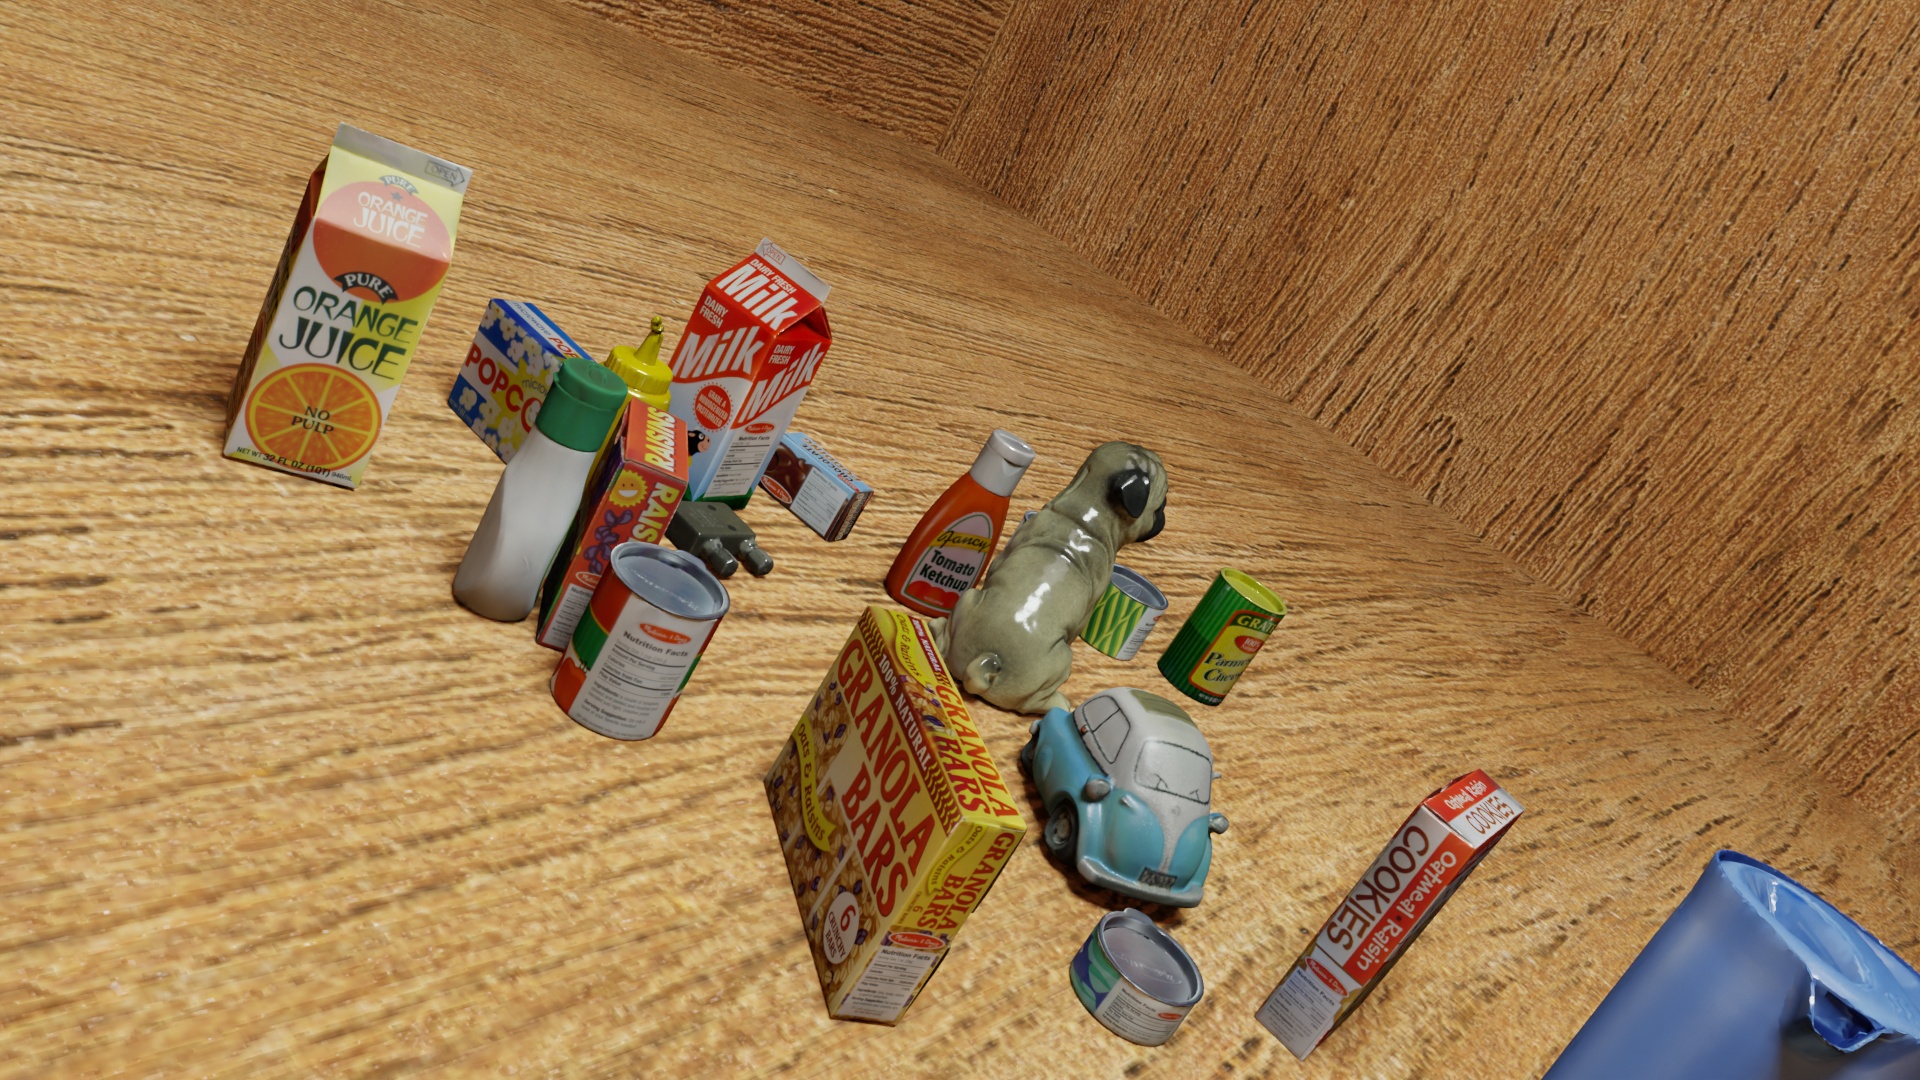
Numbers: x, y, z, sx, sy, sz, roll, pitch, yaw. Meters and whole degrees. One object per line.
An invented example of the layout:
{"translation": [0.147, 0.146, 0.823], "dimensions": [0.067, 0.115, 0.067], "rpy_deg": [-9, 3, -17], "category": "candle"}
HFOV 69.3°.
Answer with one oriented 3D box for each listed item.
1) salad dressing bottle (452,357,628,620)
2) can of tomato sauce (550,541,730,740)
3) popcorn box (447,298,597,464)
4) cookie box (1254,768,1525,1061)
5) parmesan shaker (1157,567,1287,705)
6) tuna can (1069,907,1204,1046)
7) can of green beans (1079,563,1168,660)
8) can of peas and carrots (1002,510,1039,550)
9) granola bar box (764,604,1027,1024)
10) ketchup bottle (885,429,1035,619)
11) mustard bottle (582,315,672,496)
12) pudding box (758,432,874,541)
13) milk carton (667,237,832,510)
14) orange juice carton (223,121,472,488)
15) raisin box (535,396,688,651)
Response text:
{"translation": [-0.225, -0.027, 0.747], "dimensions": [0.044, 0.147, 0.064], "rpy_deg": [21, 21, -27], "category": "salad dressing bottle"}
{"translation": [-0.169, 0.052, 0.732], "dimensions": [0.071, 0.082, 0.071], "rpy_deg": [27, 20, -10], "category": "can of tomato sauce"}
{"translation": [-0.278, -0.092, 0.920], "dimensions": [0.127, 0.085, 0.038], "rpy_deg": [40, 21, 25], "category": "popcorn box"}
{"translation": [0.255, 0.217, 0.821], "dimensions": [0.040, 0.167, 0.123], "rpy_deg": [41, 21, 26], "category": "cookie box"}
{"translation": [0.227, 0.084, 1.198], "dimensions": [0.071, 0.102, 0.071], "rpy_deg": [27, 19, -10], "category": "parmesan shaker"}
{"translation": [0.094, 0.234, 0.748], "dimensions": [0.071, 0.032, 0.071], "rpy_deg": [27, 20, -10], "category": "tuna can"}
{"translation": [0.135, 0.061, 1.189], "dimensions": [0.071, 0.057, 0.071], "rpy_deg": [27, 20, -10], "category": "can of green beans"}
{"translation": [0.071, 0.017, 1.200], "dimensions": [0.071, 0.058, 0.071], "rpy_deg": [27, 20, -10], "category": "can of peas and carrots"}
{"translation": [-0.038, 0.128, 0.677], "dimensions": [0.039, 0.123, 0.166], "rpy_deg": [20, 22, -29], "category": "granola bar box"}
{"translation": [0.004, -0.013, 1.042], "dimensions": [0.065, 0.148, 0.044], "rpy_deg": [22, 21, -23], "category": "ketchup bottle"}
{"translation": [-0.211, -0.066, 0.843], "dimensions": [0.065, 0.159, 0.049], "rpy_deg": [30, 19, -4], "category": "mustard bottle"}
{"translation": [-0.115, -0.043, 1.091], "dimensions": [0.084, 0.049, 0.030], "rpy_deg": [38, 20, 20], "category": "pudding box"}
{"translation": [-0.159, -0.117, 0.996], "dimensions": [0.072, 0.190, 0.073], "rpy_deg": [38, 20, 20], "category": "milk carton"}
{"translation": [-0.339, -0.132, 0.769], "dimensions": [0.072, 0.192, 0.073], "rpy_deg": [17, 23, -34], "category": "orange juice carton"}
{"translation": [-0.195, -0.007, 0.779], "dimensions": [0.040, 0.123, 0.086], "rpy_deg": [23, 21, -21], "category": "raisin box"}
